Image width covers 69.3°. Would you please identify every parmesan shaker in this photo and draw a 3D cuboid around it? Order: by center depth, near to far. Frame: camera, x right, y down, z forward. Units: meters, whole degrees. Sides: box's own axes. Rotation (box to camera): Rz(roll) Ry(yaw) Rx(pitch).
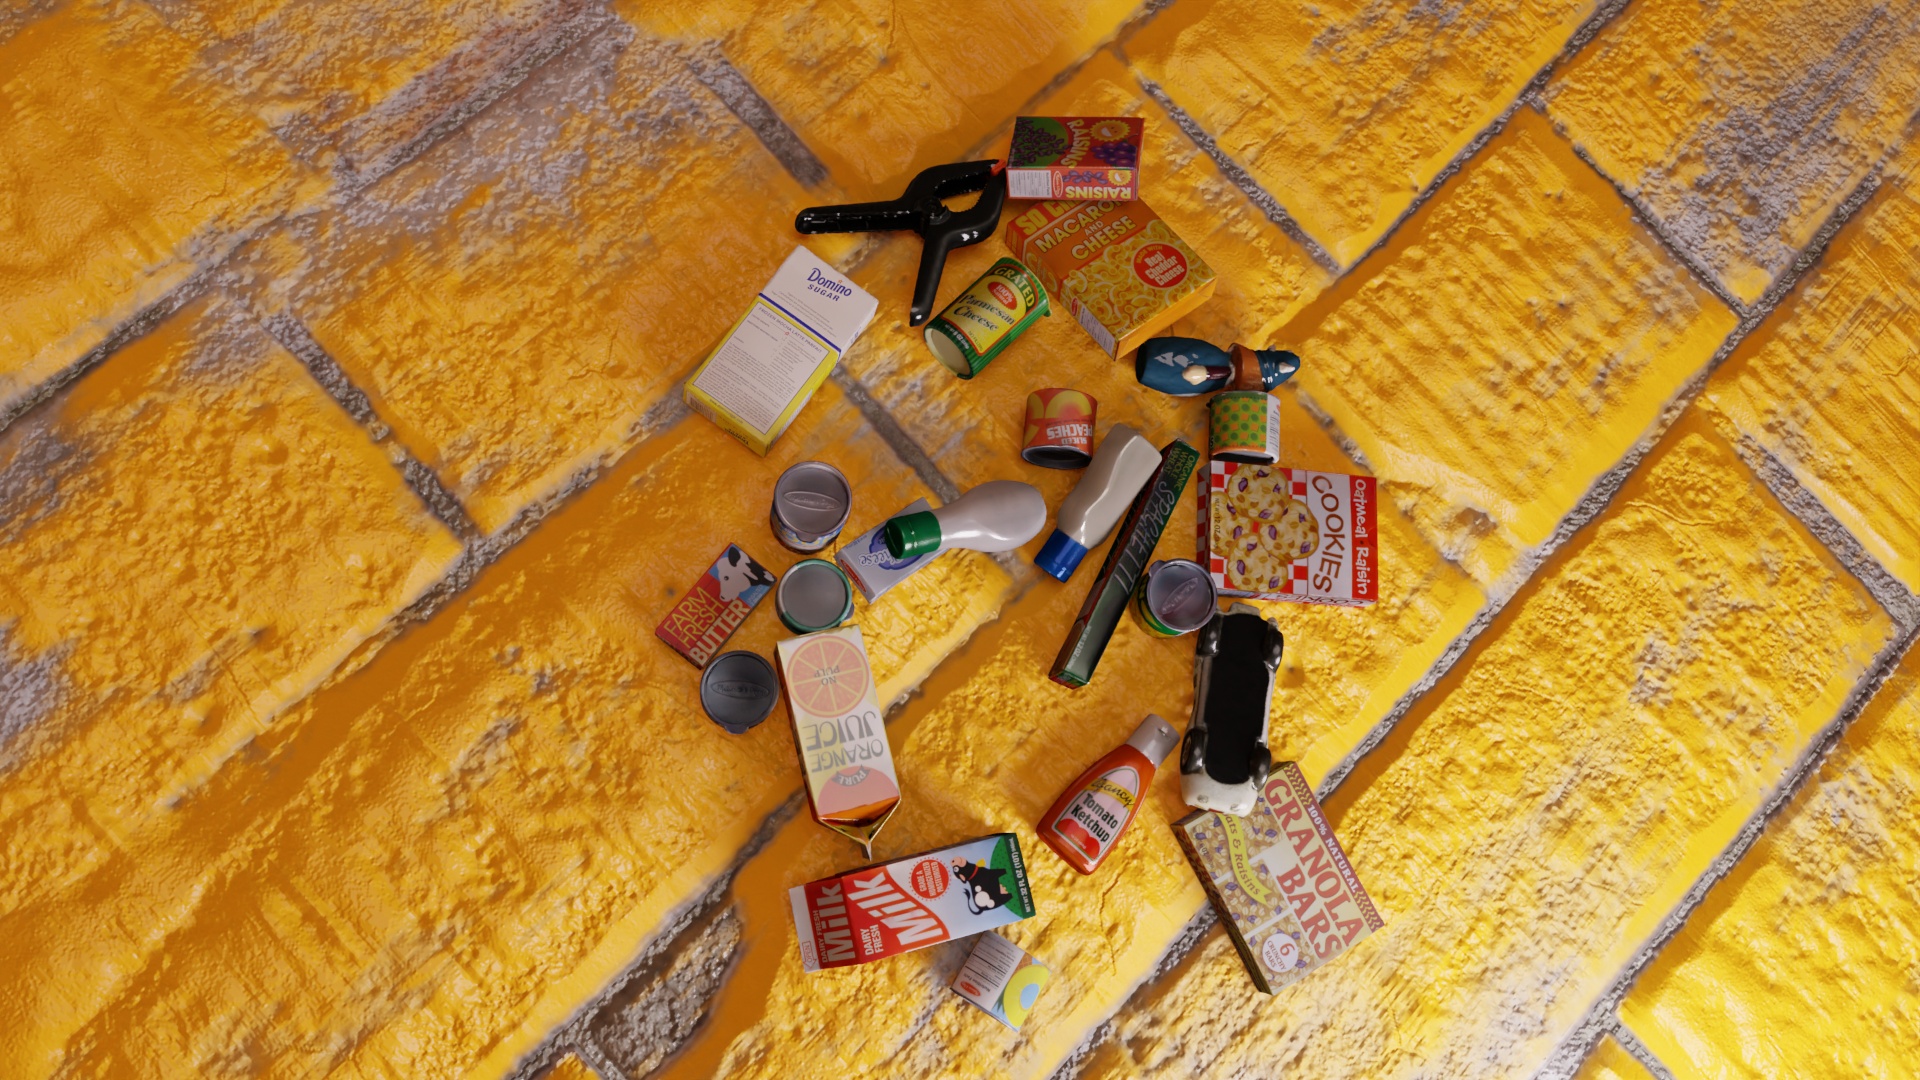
[{"bbox_3d":[0.026,-0.203,1.285,0.071,0.071,0.103,45,74,2],"label":"parmesan shaker"}]

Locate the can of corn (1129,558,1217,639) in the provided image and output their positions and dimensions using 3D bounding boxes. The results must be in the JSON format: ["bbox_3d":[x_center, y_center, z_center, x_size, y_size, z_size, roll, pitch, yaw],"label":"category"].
[{"bbox_3d":[0.190,0.052,1.261,0.071,0.058,0.071,2,77,-10],"label":"can of corn"}]

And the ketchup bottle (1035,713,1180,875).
[{"bbox_3d":[0.134,0.218,1.220,0.065,0.043,0.149,42,73,1],"label":"ketchup bottle"}]

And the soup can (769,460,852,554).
[{"bbox_3d":[-0.132,-0.024,1.204,0.071,0.083,0.071,2,77,-10],"label":"soup can"}]

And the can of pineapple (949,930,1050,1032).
[{"bbox_3d":[0.034,0.366,1.156,0.071,0.071,0.058,34,74,-2],"label":"can of pineapple"}]

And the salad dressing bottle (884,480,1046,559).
[{"bbox_3d":[0.004,-0.015,1.228,0.148,0.043,0.064,-12,68,-31],"label":"salad dressing bottle"}]

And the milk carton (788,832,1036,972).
[{"bbox_3d":[-0.042,0.299,1.151,0.191,0.073,0.072,-11,80,-13],"label":"milk carton"}]

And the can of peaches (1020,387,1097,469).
[{"bbox_3d":[0.092,-0.103,1.272,0.071,0.071,0.058,9,75,-9],"label":"can of peaches"}]

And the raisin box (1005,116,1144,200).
[{"bbox_3d":[0.110,-0.364,1.319,0.123,0.039,0.086,4,50,9],"label":"raisin box"}]

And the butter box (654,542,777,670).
[{"bbox_3d":[-0.211,0.057,1.200,0.053,0.024,0.104,39,73,-1],"label":"butter box"}]

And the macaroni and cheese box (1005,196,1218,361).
[{"bbox_3d":[0.141,-0.267,1.315,0.124,0.040,0.167,-34,71,-16],"label":"macaroni and cheese box"}]

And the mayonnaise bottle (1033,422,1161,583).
[{"bbox_3d":[0.122,-0.032,1.259,0.041,0.064,0.148,34,89,39],"label":"mayonnaise bottle"}]

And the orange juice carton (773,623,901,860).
[{"bbox_3d":[-0.101,0.174,1.170,0.073,0.071,0.193,-12,79,-13],"label":"orange juice carton"}]

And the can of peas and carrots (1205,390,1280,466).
[{"bbox_3d":[0.265,-0.104,1.310,0.071,0.070,0.059,6,77,-9],"label":"can of peas and carrots"}]

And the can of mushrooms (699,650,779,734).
[{"bbox_3d":[-0.189,0.131,1.183,0.071,0.033,0.071,3,77,-11],"label":"can of mushrooms"}]

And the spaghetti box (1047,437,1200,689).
[{"bbox_3d":[0.150,0.020,1.266,0.029,0.050,0.251,30,73,-5],"label":"spaghetti box"}]

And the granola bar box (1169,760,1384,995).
[{"bbox_3d":[0.281,0.297,1.232,0.124,0.039,0.165,-26,83,-16],"label":"granola bar box"}]

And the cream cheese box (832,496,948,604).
[{"bbox_3d":[-0.057,0.008,1.225,0.104,0.024,0.053,-35,86,-36],"label":"cream cheese box"}]

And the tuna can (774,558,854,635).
[{"bbox_3d":[-0.126,0.051,1.214,0.071,0.032,0.071,2,77,-10],"label":"tuna can"}]

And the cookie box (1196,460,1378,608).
[{"bbox_3d":[0.308,-0.005,1.307,0.168,0.040,0.123,5,76,-10],"label":"cookie box"}]
